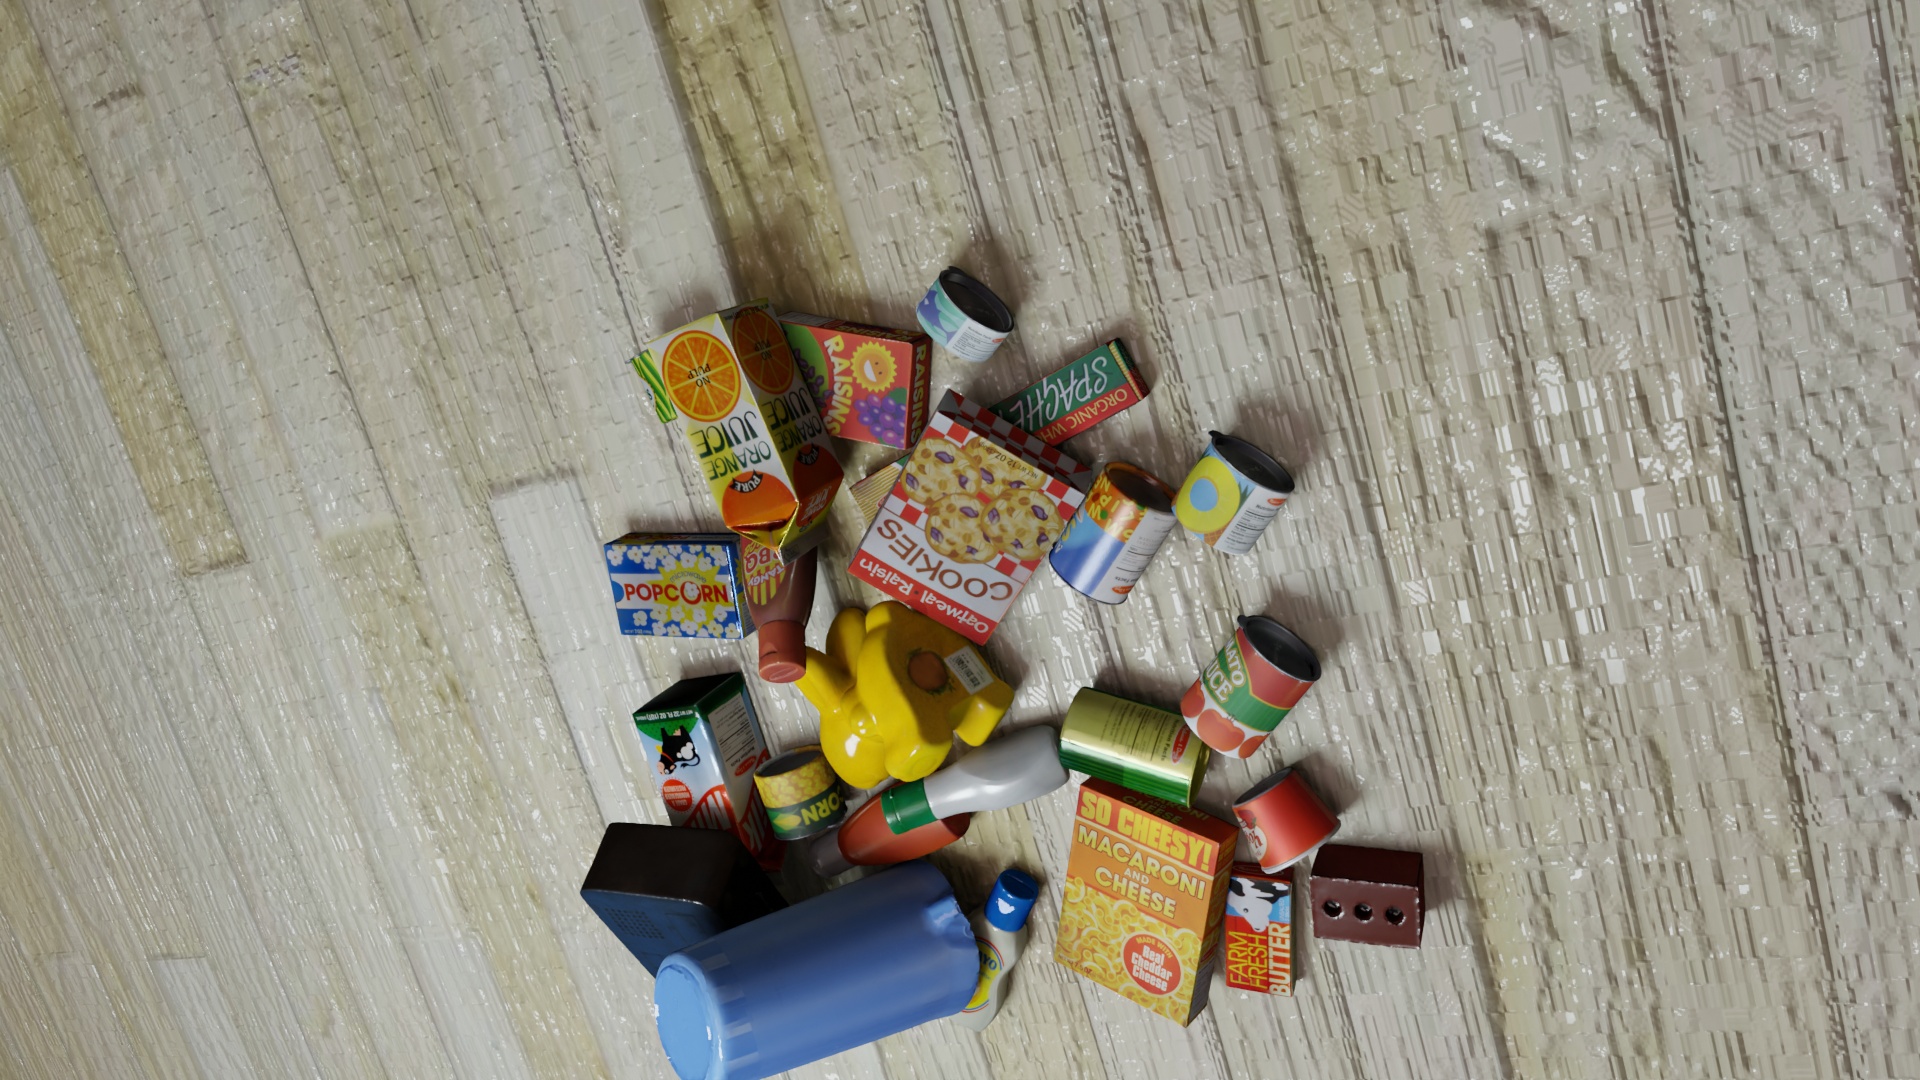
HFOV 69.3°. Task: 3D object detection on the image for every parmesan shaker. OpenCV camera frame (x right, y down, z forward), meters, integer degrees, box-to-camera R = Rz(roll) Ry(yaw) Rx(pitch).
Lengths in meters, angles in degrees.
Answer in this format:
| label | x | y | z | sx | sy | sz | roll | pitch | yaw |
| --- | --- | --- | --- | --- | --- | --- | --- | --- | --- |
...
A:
| label | x | y | z | sx | sy | sz | roll | pitch | yaw |
| --- | --- | --- | --- | --- | --- | --- | --- | --- | --- |
| parmesan shaker | 0.134 | 0.153 | 1.052 | 0.103 | 0.071 | 0.071 | 15 | 112 | 20 |

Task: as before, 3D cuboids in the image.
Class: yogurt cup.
| label | x | y | z | sx | sy | sz | roll | pitch | yaw |
| --- | --- | --- | --- | --- | --- | --- | --- | --- | --- |
| yogurt cup | 0.238 | 0.204 | 1.024 | 0.072 | 0.072 | 0.054 | -37 | 82 | 29 |

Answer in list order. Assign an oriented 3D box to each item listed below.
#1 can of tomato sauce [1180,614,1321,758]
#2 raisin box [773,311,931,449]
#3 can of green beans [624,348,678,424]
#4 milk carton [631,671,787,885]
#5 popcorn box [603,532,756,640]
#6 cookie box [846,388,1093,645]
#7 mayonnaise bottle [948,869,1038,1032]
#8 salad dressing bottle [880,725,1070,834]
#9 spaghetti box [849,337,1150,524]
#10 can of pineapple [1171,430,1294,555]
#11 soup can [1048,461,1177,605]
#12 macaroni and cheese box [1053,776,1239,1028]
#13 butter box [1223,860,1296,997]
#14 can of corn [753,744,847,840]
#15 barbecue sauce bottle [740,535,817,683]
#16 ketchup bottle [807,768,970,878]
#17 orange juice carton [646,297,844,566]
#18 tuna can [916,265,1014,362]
| label | x | y | z | sx | sy | sz | roll | pitch | yaw |
| --- | --- | --- | --- | --- | --- | --- | --- | --- | --- |
| can of tomato sauce | 0.207 | 0.105 | 1.001 | 0.071 | 0.071 | 0.082 | 37 | 118 | 8 |
| raisin box | -0.087 | -0.124 | 1.071 | 0.123 | 0.040 | 0.085 | 12 | 111 | 21 |
| can of green beans | -0.221 | -0.132 | 1.110 | 0.071 | 0.071 | 0.057 | -20 | 99 | 28 |
| milk carton | -0.210 | 0.219 | 1.216 | 0.072 | 0.074 | 0.190 | -12 | 102 | 27 |
| popcorn box | -0.236 | 0.038 | 1.188 | 0.126 | 0.038 | 0.085 | 0 | 108 | 23 |
| cookie box | 0.004 | -0.013 | 1.038 | 0.123 | 0.040 | 0.166 | 29 | 125 | -4 |
| mayonnaise bottle | 0.023 | 0.344 | 1.174 | 0.065 | 0.041 | 0.147 | 29 | 116 | 15 |
| salad dressing bottle | 0.011 | 0.192 | 1.100 | 0.147 | 0.064 | 0.043 | -20 | 117 | 7 |
| spaghetti box | 0.026 | -0.074 | 1.043 | 0.249 | 0.029 | 0.050 | -27 | 95 | 28 |
| can of pineapple | 0.188 | -0.033 | 0.967 | 0.071 | 0.071 | 0.057 | 35 | 117 | 9 |
| soup can | 0.110 | -0.007 | 1.008 | 0.071 | 0.071 | 0.083 | 34 | 116 | 10 |
| macaroni and cheese box | 0.143 | 0.278 | 1.089 | 0.124 | 0.040 | 0.165 | 19 | 113 | 31 |
| butter box | 0.233 | 0.302 | 1.079 | 0.053 | 0.024 | 0.103 | 3 | 108 | 23 |
| can of corn | -0.135 | 0.214 | 1.185 | 0.071 | 0.071 | 0.058 | -13 | 101 | 26 |
| barbecue sauce bottle | -0.142 | 0.039 | 1.097 | 0.064 | 0.043 | 0.149 | -23 | 55 | 26 |
| ketchup bottle | -0.066 | 0.247 | 1.179 | 0.148 | 0.044 | 0.064 | -29 | 91 | 28 |
| orange juice carton | -0.153 | -0.079 | 1.050 | 0.073 | 0.072 | 0.192 | -18 | 100 | 29 |
| tuna can | 0.002 | -0.164 | 1.005 | 0.071 | 0.071 | 0.032 | 43 | 120 | 5 |
